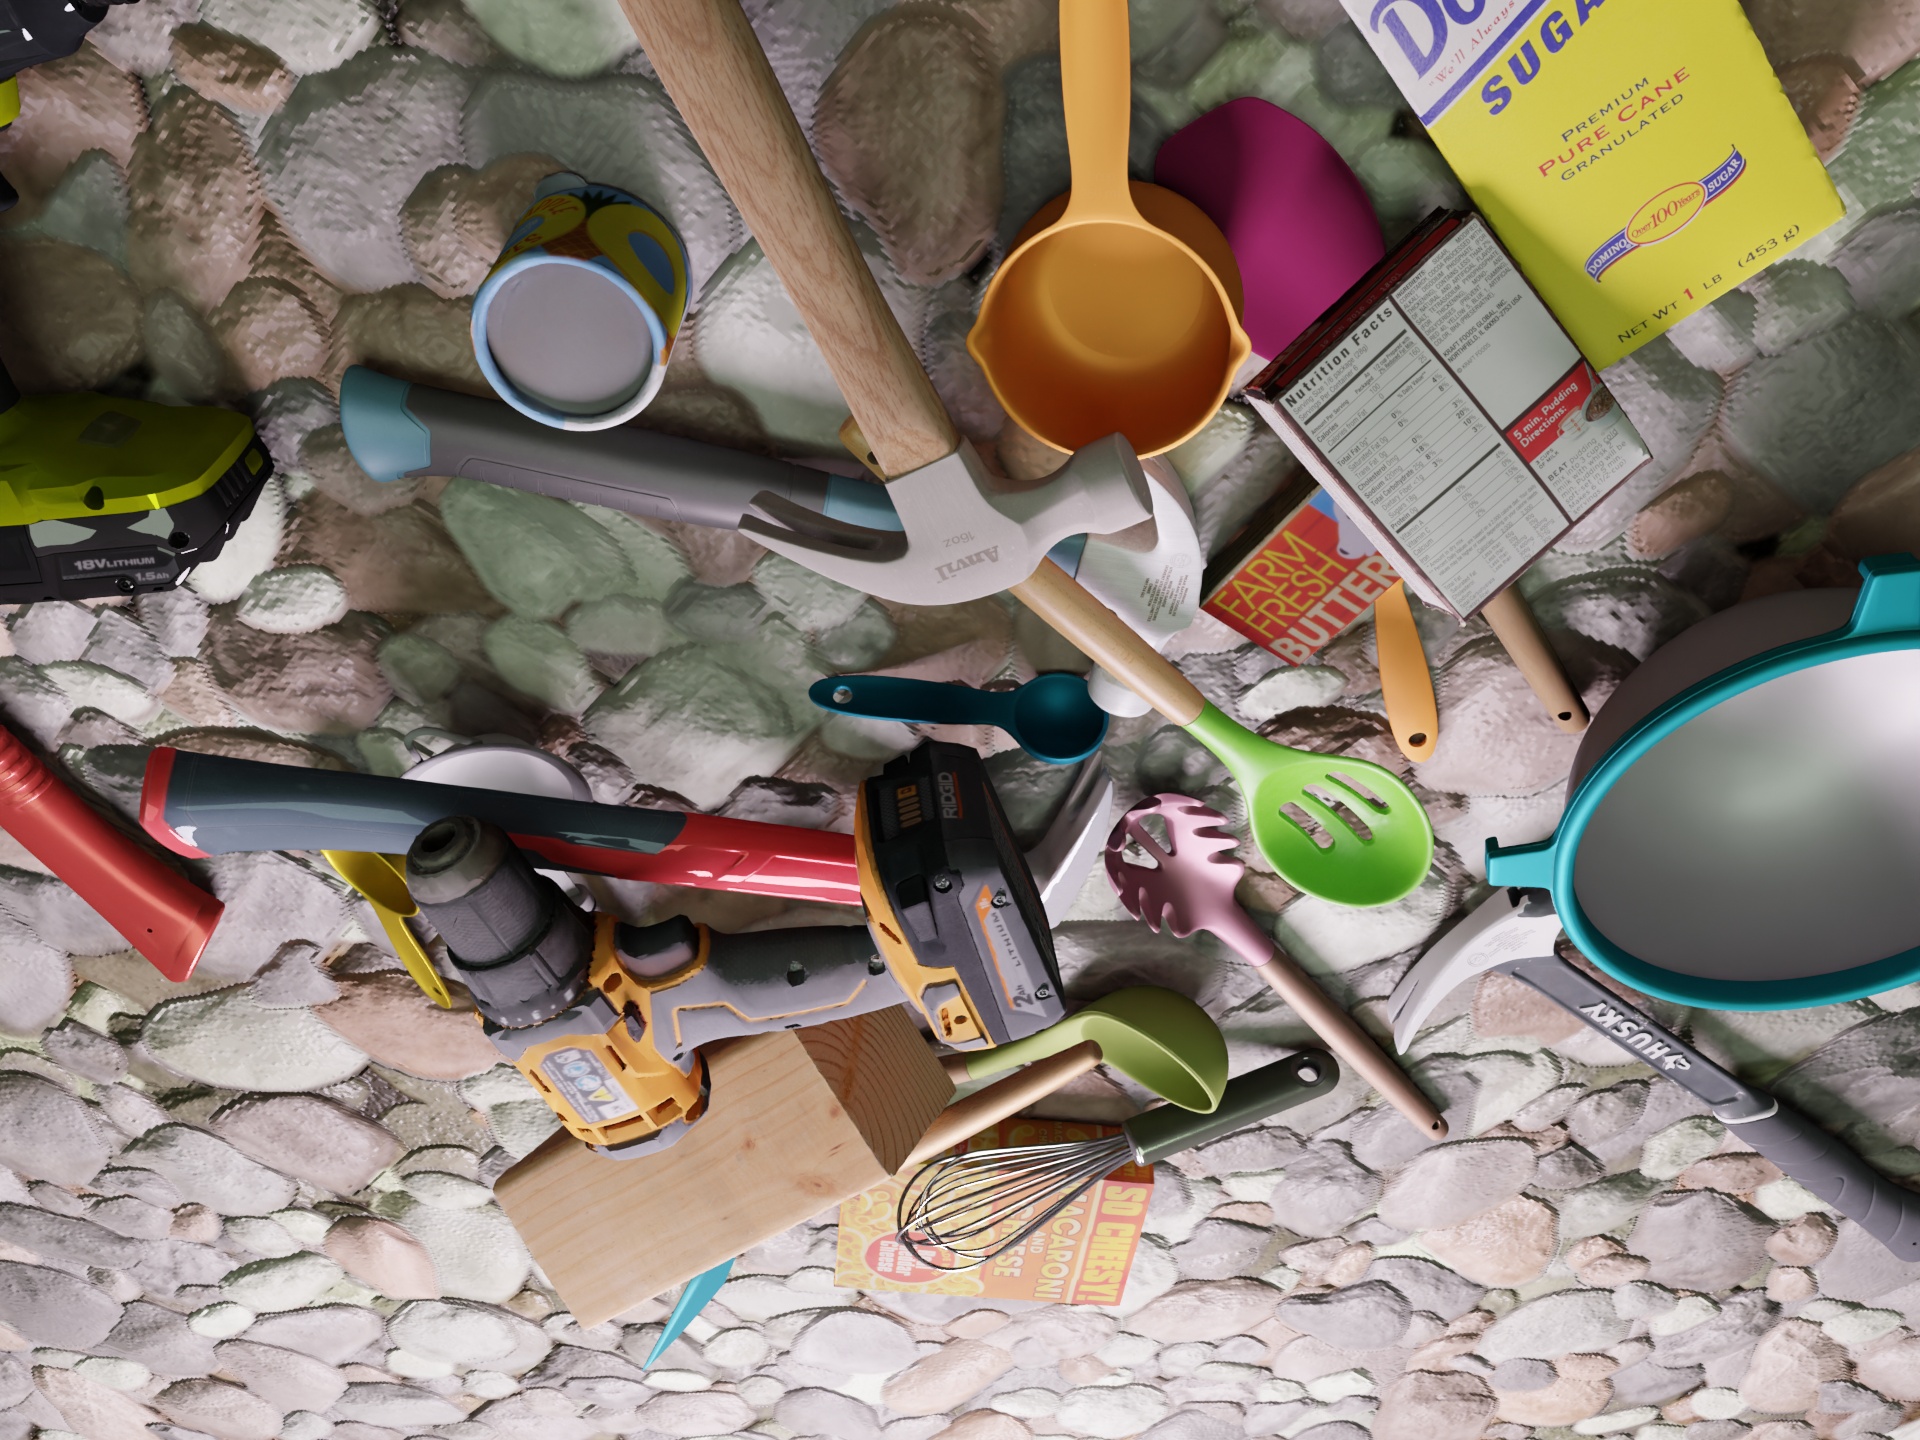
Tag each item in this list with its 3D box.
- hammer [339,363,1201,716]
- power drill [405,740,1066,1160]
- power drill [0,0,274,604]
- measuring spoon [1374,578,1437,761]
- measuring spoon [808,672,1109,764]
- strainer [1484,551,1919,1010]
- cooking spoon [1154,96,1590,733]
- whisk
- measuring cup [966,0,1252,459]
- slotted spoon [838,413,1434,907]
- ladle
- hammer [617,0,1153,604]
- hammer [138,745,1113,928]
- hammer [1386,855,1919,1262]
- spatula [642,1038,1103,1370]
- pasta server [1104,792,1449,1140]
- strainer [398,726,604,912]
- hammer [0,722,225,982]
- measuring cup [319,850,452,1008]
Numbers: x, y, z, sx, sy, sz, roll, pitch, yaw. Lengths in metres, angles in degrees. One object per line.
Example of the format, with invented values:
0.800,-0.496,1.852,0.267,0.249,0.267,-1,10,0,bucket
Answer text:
-0.066,-0.083,0.610,0.331,0.033,0.128,10,129,-7,hammer
-0.089,0.083,0.634,0.226,0.084,0.185,-18,130,7,power drill
-0.326,-0.154,0.530,0.171,0.080,0.223,-3,126,3,power drill
0.187,-0.023,0.670,0.021,0.011,0.116,-14,127,12,measuring spoon
-0.001,-0.002,0.680,0.128,0.042,0.021,6,151,5,measuring spoon
0.392,0.046,0.673,0.340,0.095,0.211,27,127,-22,strainer
0.172,-0.099,0.605,0.069,0.017,0.318,-23,126,30,cooking spoon
0.082,0.222,0.820,0.246,0.058,0.059,-20,149,-4,whisk
0.050,-0.173,0.520,0.095,0.052,0.173,3,127,13,measuring cup
0.075,-0.020,0.623,0.313,0.031,0.070,37,122,-24,slotted spoon
-0.020,0.194,0.821,0.320,0.062,0.078,-15,135,15,ladle
-0.067,-0.179,0.494,0.130,0.031,0.331,-21,114,20,hammer
-0.126,0.041,0.664,0.386,0.038,0.143,9,128,-22,hammer
0.396,0.198,0.834,0.408,0.036,0.149,33,123,-24,hammer
-0.049,0.242,0.813,0.317,0.082,0.044,-34,88,25,spatula
0.166,0.132,0.780,0.060,0.040,0.316,-47,121,-2,pasta server
-0.185,0.079,0.737,0.087,0.050,0.258,-19,131,4,strainer
-0.452,-0.011,0.670,0.149,0.037,0.358,-19,126,15,hammer
-0.260,0.090,0.758,0.062,0.029,0.156,24,146,17,measuring cup
